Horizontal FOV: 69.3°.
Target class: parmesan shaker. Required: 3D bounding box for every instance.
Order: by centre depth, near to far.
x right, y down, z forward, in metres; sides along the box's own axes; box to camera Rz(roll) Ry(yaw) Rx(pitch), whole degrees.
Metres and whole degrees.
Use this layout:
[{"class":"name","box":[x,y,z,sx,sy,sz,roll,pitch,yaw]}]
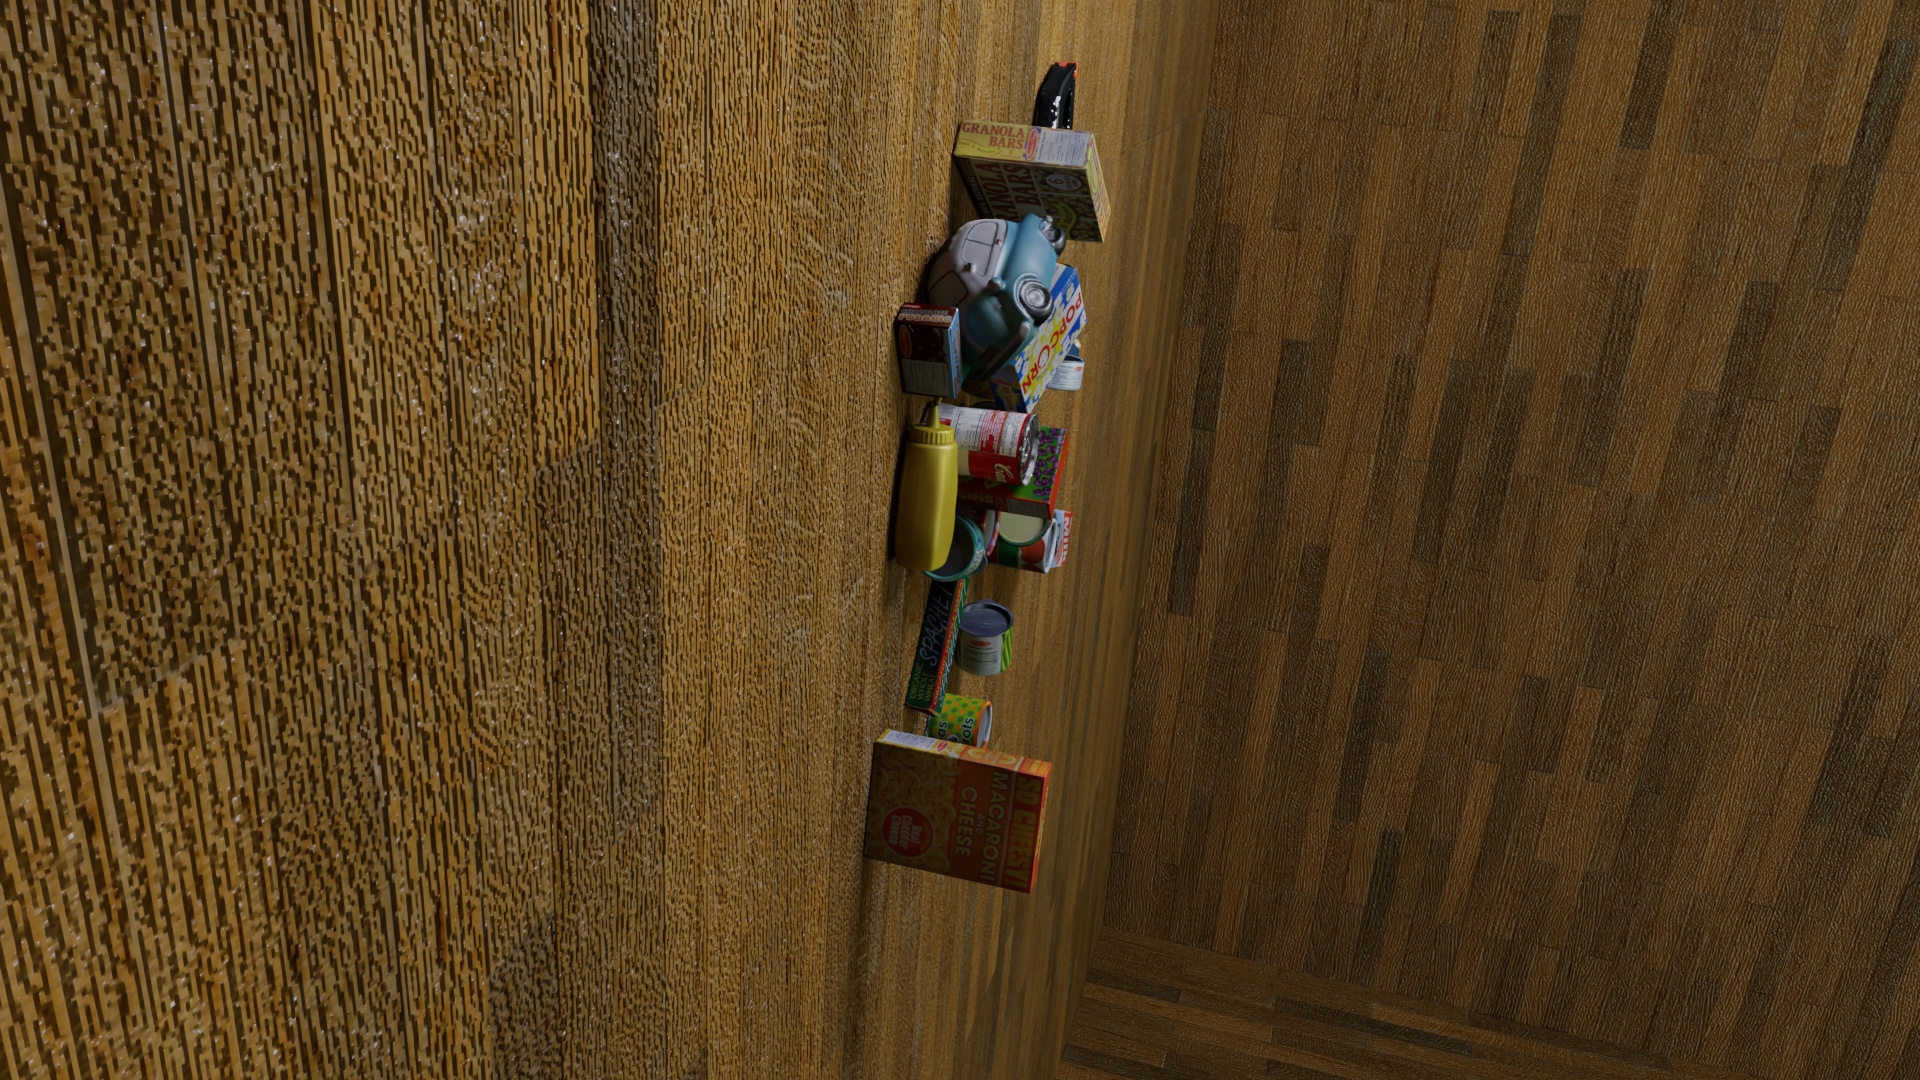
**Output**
[{"class":"parmesan shaker","box":[0.056,-0.035,1.520,0.103,0.071,0.071,-118,-147,-73]}]

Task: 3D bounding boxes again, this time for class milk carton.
[{"class":"milk carton","box":[0.095,-0.007,1.754,0.191,0.073,0.072,-6,105,-77]}]

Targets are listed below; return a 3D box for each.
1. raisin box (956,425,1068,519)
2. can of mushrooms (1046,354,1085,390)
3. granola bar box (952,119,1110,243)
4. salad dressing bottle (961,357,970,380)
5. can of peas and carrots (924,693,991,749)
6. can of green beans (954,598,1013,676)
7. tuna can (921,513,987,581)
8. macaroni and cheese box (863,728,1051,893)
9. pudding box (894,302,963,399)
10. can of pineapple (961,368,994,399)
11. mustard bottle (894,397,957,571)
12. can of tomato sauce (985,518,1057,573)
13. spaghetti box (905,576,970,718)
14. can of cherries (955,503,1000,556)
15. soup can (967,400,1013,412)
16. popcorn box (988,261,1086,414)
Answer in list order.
[{"class":"raisin box","box":[0.037,-0.073,1.359,0.040,0.123,0.086,73,30,-63]},{"class":"can of mushrooms","box":[0.097,-0.183,1.488,0.071,0.071,0.033,-40,140,-70]},{"class":"granola bar box","box":[0.071,-0.337,1.314,0.165,0.124,0.039,44,57,-74]},{"class":"salad dressing bottle","box":[0.015,-0.208,1.320,0.148,0.064,0.043,-61,140,-33]},{"class":"can of peas and carrots","box":[-0.002,0.205,1.532,0.071,0.059,0.071,7,92,-77]},{"class":"can of green beans","box":[0.026,0.111,1.565,0.071,0.071,0.057,-61,158,-54]},{"class":"tuna can","box":[-0.010,0.008,1.336,0.033,0.071,0.071,-2,101,-75]},{"class":"macaroni and cheese box","box":[-0.003,0.258,1.330,0.040,0.166,0.123,-39,137,-72]},{"class":"pudding box","box":[-0.026,-0.162,1.196,0.083,0.050,0.030,84,19,-48]},{"class":"can of pineapple","box":[0.033,-0.179,1.395,0.071,0.071,0.057,-57,153,-59]},{"class":"mustard bottle","box":[-0.029,-0.055,1.259,0.065,0.049,0.159,-41,138,-70]},{"class":"can of tomato sauce","box":[0.065,-0.002,1.610,0.071,0.083,0.071,8,92,-77]},{"class":"spaghetti box","box":[-0.012,0.058,1.449,0.050,0.029,0.250,55,46,-71]},{"class":"can of cherries","box":[0.005,-0.018,1.405,0.071,0.058,0.071,7,92,-77]},{"class":"soup can","box":[0.032,-0.097,1.448,0.083,0.071,0.071,59,42,-70]},{"class":"popcorn box","box":[0.073,-0.195,1.334,0.127,0.038,0.085,-58,156,-20]}]
